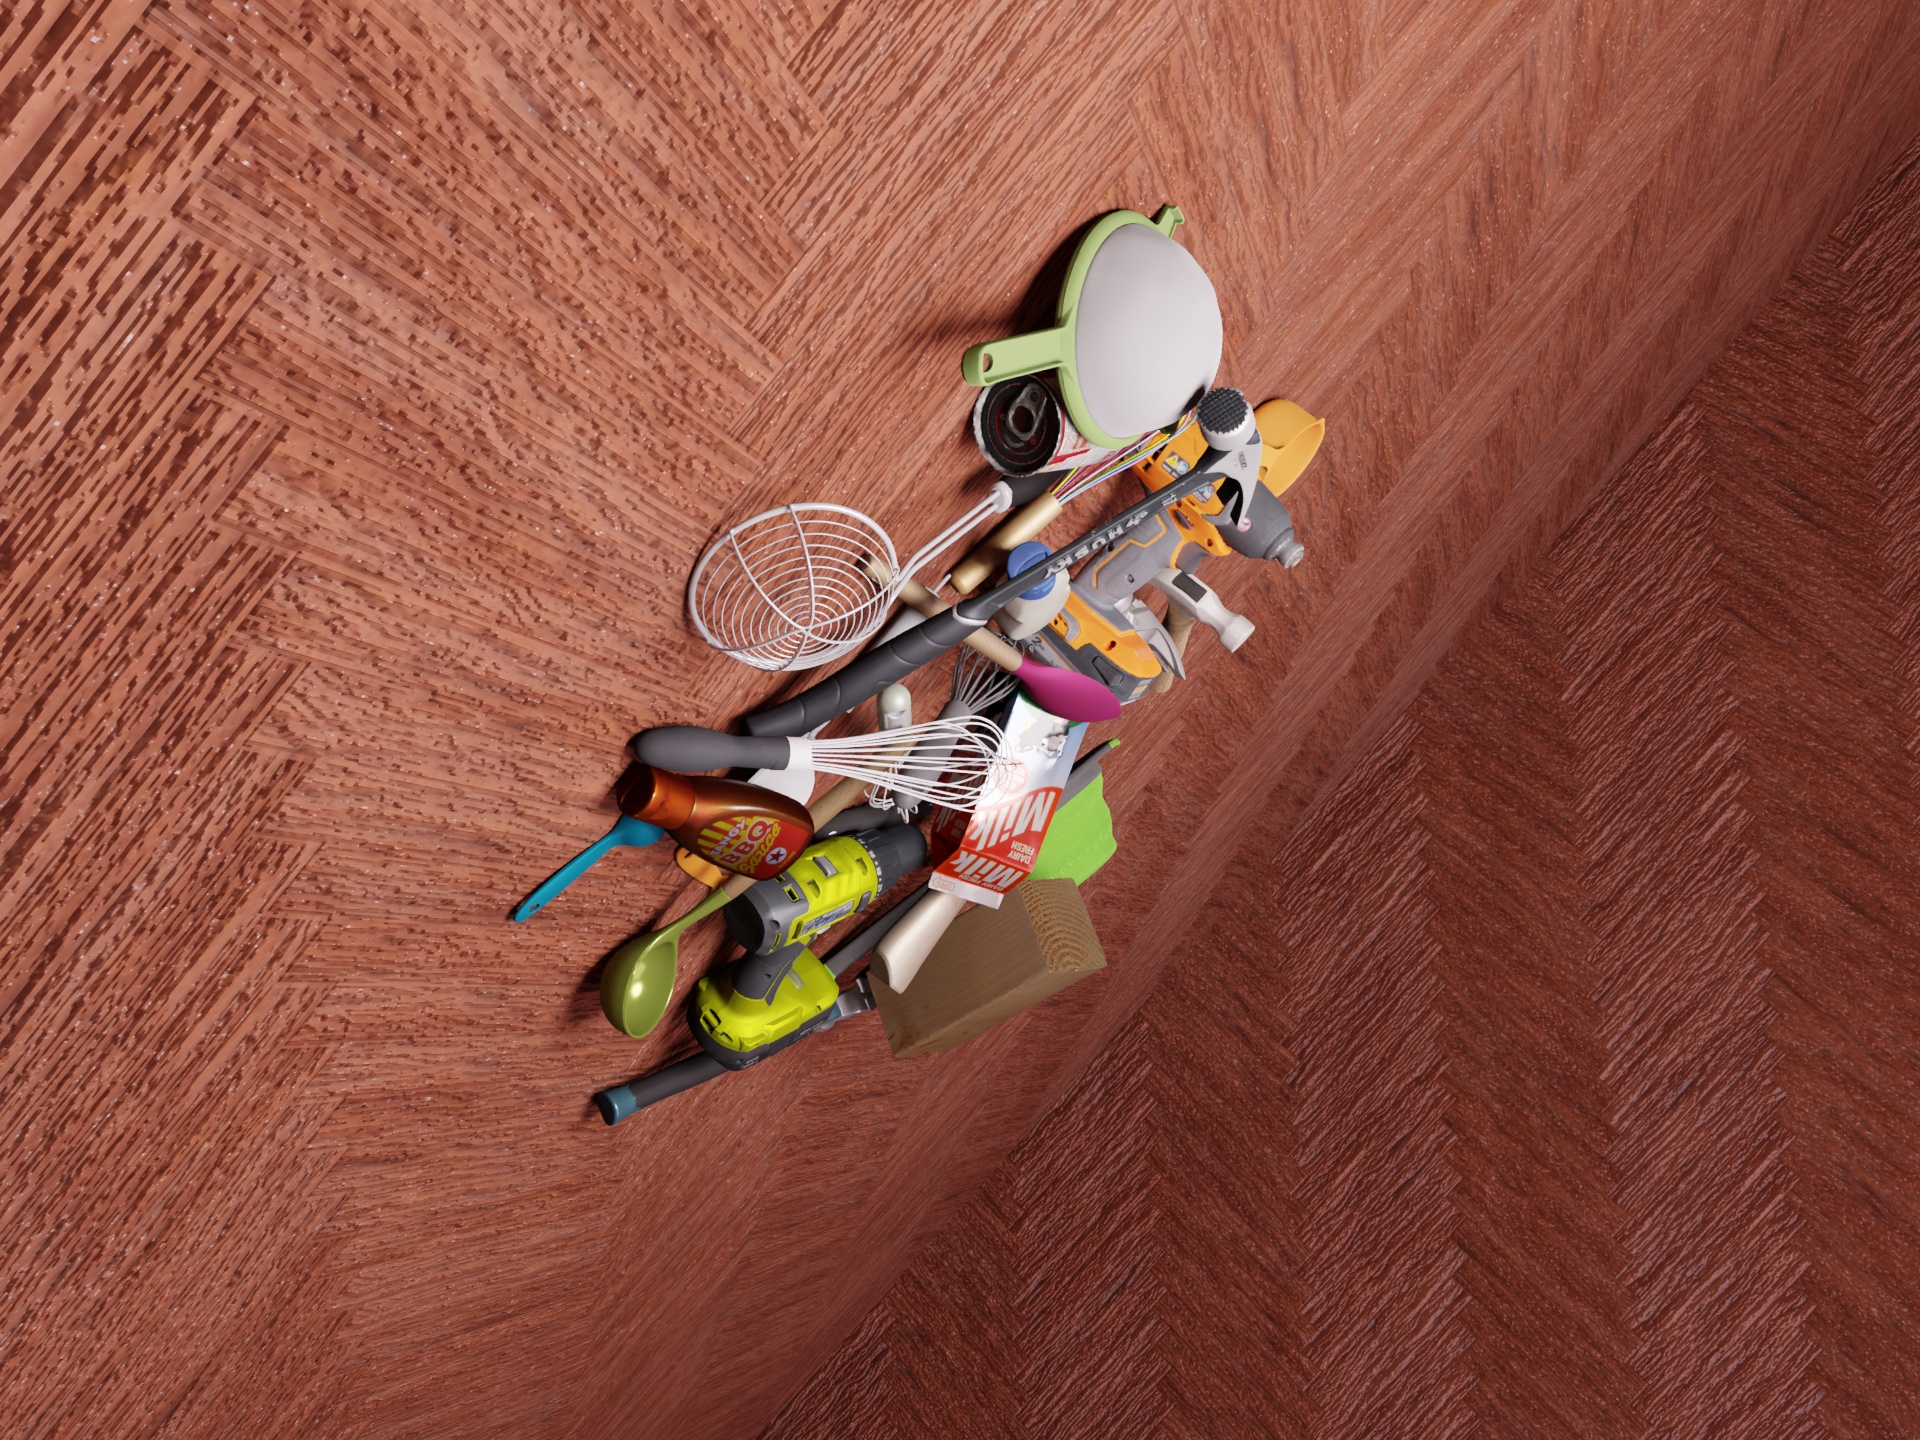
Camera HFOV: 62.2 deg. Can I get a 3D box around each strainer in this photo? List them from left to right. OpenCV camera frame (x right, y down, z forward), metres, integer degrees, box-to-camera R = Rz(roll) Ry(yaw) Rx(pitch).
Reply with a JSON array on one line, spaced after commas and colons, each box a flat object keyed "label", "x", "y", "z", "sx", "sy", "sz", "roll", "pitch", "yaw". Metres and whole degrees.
[{"label": "strainer", "x": -0.089, "y": -0.007, "z": 1.161, "sx": 0.258, "sy": 0.050, "sz": 0.087, "roll": -50, "pitch": 176, "yaw": -2}, {"label": "strainer", "x": 0.097, "y": -0.232, "z": 0.977, "sx": 0.256, "sy": 0.069, "sz": 0.151, "roll": -28, "pitch": 122, "yaw": -50}]

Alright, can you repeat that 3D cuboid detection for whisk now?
[{"label": "whisk", "x": -0.082, "y": 0.024, "z": 1.074, "sx": 0.284, "sy": 0.070, "sz": 0.070, "roll": 4, "pitch": 132, "yaw": -30}, {"label": "whisk", "x": -0.050, "y": 0.025, "z": 1.242, "sx": 0.058, "sy": 0.059, "sz": 0.246, "roll": -16, "pitch": 161, "yaw": -7}, {"label": "whisk", "x": -0.019, "y": 0.067, "z": 1.418, "sx": 0.295, "sy": 0.073, "sz": 0.073, "roll": -17, "pitch": 145, "yaw": -43}, {"label": "whisk", "x": -0.002, "y": -0.003, "z": 1.225, "sx": 0.239, "sy": 0.055, "sz": 0.055, "roll": -57, "pitch": 174, "yaw": -51}, {"label": "whisk", "x": 0.088, "y": -0.177, "z": 1.200, "sx": 0.245, "sy": 0.051, "sz": 0.047, "roll": -42, "pitch": 165, "yaw": -7}]

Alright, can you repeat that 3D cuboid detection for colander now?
[{"label": "colander", "x": 0.023, "y": 0.174, "z": 1.576, "sx": 0.397, "sy": 0.094, "sz": 0.204, "roll": -38, "pitch": 178, "yaw": -6}]

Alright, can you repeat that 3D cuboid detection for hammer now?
[{"label": "hammer", "x": -0.202, "y": 0.306, "z": 1.480, "sx": 0.128, "sy": 0.033, "sz": 0.331, "roll": -31, "pitch": 169, "yaw": 39}, {"label": "hammer", "x": 0.024, "y": -0.082, "z": 1.084, "sx": 0.409, "sy": 0.036, "sz": 0.149, "roll": -30, "pitch": 159, "yaw": 7}, {"label": "hammer", "x": 0.058, "y": 0.071, "z": 1.428, "sx": 0.411, "sy": 0.038, "sz": 0.146, "roll": -54, "pitch": 136, "yaw": -10}, {"label": "hammer", "x": 0.202, "y": -0.081, "z": 1.532, "sx": 0.031, "sy": 0.130, "sz": 0.331, "roll": -46, "pitch": 171, "yaw": -8}]

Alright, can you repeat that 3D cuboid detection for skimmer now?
[{"label": "skimmer", "x": -0.029, "y": -0.140, "z": 1.052, "sx": 0.363, "sy": 0.090, "sz": 0.127, "roll": -42, "pitch": 158, "yaw": -45}]

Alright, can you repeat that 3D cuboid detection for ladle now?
[{"label": "ladle", "x": -0.146, "y": 0.120, "z": 1.179, "sx": 0.320, "sy": 0.062, "sz": 0.078, "roll": -40, "pitch": 167, "yaw": 10}]

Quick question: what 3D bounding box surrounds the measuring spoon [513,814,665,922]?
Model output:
[{"label": "measuring spoon", "x": -0.242, "y": 0.098, "z": 1.065, "sx": 0.128, "sy": 0.021, "sz": 0.042, "roll": -41, "pitch": 159, "yaw": -23}]

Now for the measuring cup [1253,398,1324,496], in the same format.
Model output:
[{"label": "measuring cup", "x": 0.260, "y": -0.245, "z": 1.406, "sx": 0.173, "sy": 0.052, "sz": 0.095, "roll": -6, "pitch": 135, "yaw": -58}]

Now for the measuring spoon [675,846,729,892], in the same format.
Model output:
[{"label": "measuring spoon", "x": -0.194, "y": 0.116, "z": 1.212, "sx": 0.021, "sy": 0.011, "sz": 0.116, "roll": -44, "pitch": 160, "yaw": -9}]

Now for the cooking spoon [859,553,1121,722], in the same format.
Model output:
[{"label": "cooking spoon", "x": 0.026, "y": -0.052, "z": 1.184, "sx": 0.318, "sy": 0.069, "sz": 0.017, "roll": 31, "pitch": 58, "yaw": -49}]

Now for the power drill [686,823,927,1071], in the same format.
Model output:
[{"label": "power drill", "x": -0.130, "y": 0.183, "z": 1.343, "sx": 0.190, "sy": 0.080, "sz": 0.228, "roll": -21, "pitch": 150, "yaw": -42}]

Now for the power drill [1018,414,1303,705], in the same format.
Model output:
[{"label": "power drill", "x": 0.161, "y": -0.117, "z": 1.283, "sx": 0.226, "sy": 0.164, "sz": 0.084, "roll": -55, "pitch": 160, "yaw": 25}]
